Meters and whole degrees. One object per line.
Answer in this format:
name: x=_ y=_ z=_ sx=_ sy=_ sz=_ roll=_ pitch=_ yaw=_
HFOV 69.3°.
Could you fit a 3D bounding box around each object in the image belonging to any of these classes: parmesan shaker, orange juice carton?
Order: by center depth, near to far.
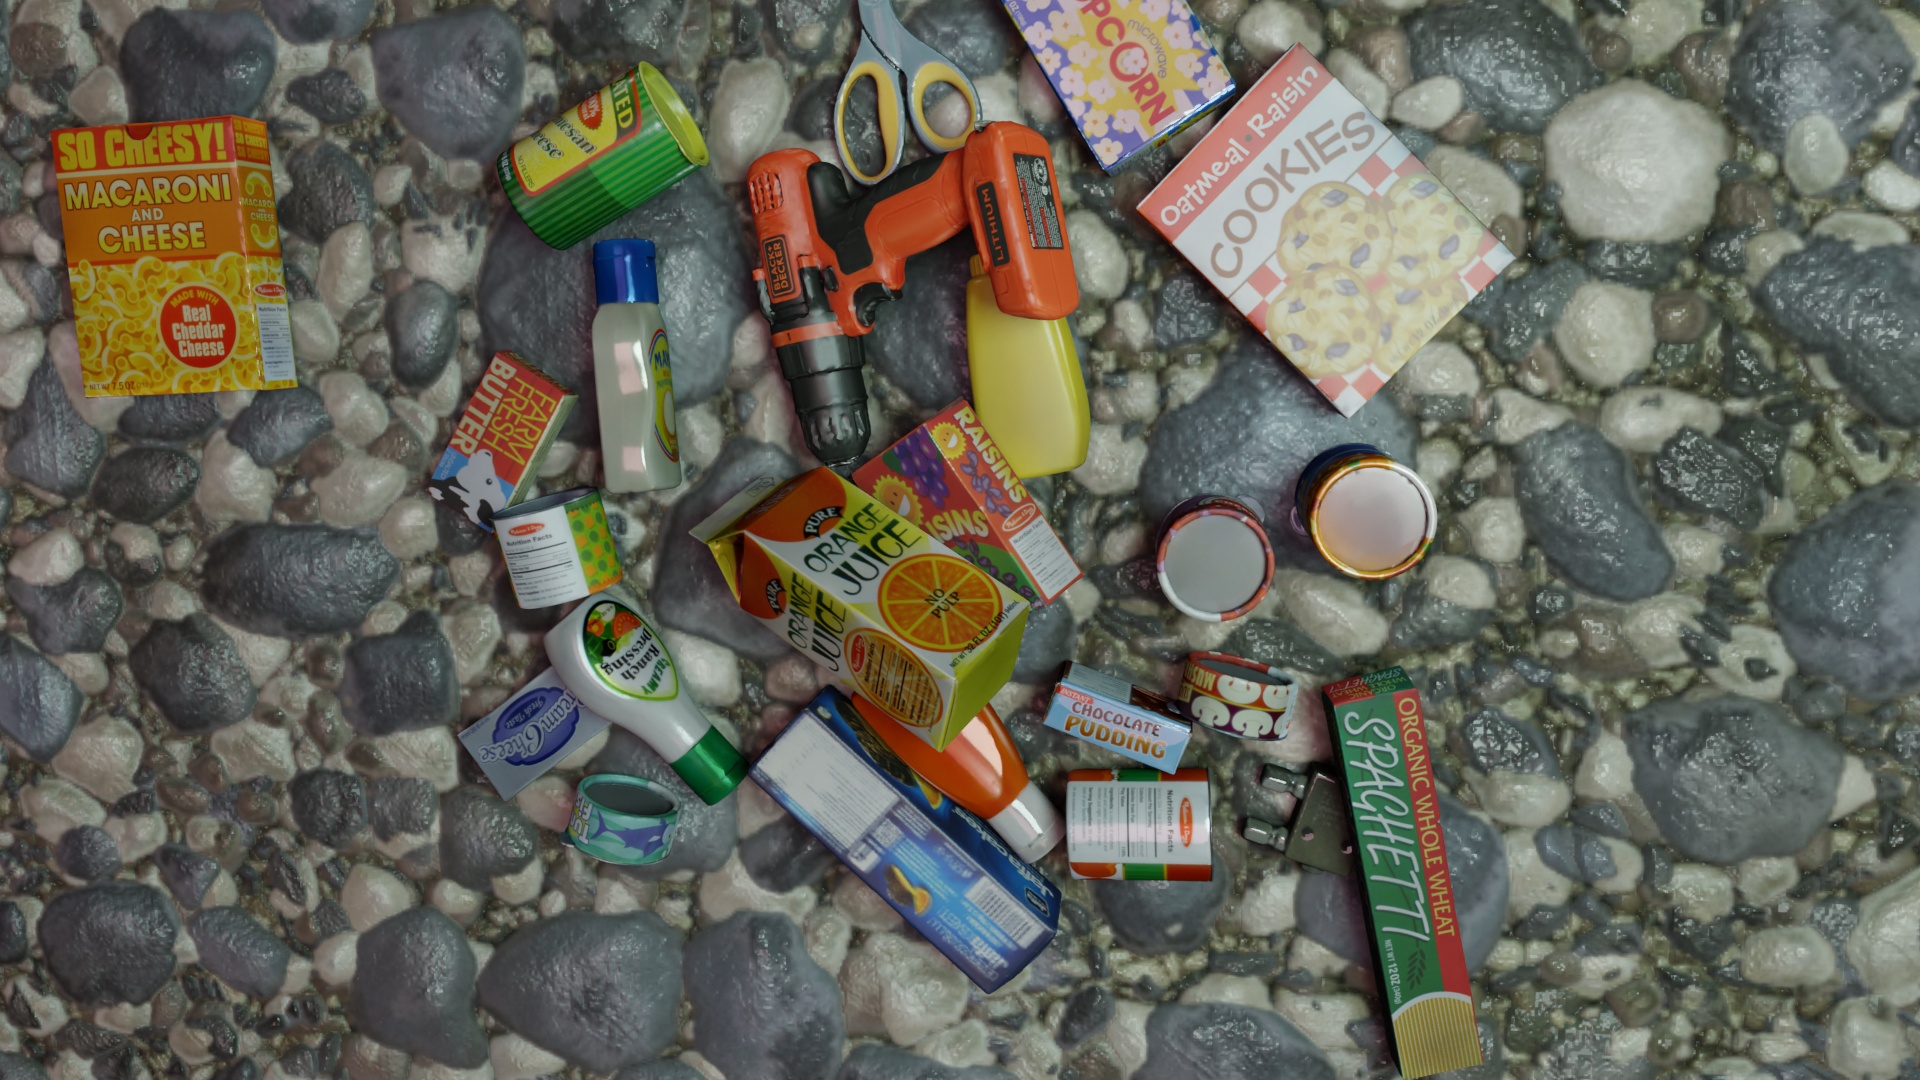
orange juice carton: x=-0.062 y=0.027 z=0.793 sx=0.193 sy=0.072 sz=0.072 roll=33 pitch=141 yaw=18
parmesan shaker: x=-0.207 y=-0.220 z=0.805 sx=0.103 sy=0.071 sz=0.071 roll=-28 pitch=94 yaw=11

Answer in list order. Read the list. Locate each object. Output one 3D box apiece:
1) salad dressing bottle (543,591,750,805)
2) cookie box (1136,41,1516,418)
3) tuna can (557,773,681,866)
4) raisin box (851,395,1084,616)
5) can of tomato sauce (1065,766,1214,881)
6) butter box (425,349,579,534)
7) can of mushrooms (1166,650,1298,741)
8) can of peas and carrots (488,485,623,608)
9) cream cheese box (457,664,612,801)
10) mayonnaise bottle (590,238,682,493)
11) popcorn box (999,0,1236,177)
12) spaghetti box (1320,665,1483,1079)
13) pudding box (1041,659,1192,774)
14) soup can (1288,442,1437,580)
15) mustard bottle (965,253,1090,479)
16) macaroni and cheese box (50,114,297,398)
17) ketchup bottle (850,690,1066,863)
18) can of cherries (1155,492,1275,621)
salad dressing bottle: x=-0.191 y=0.099 z=0.858 sx=0.044 sy=0.064 sz=0.147 roll=-33 pitch=102 yaw=38
cookie box: x=0.198 y=-0.170 z=0.770 sx=0.167 sy=0.040 sz=0.122 roll=44 pitch=102 yaw=-1
tuna can: x=-0.212 y=0.173 z=0.864 sx=0.071 sy=0.071 sz=0.032 roll=17 pitch=99 yaw=5
raisin box: x=0.003 y=-0.010 z=0.801 sx=0.123 sy=0.040 sz=0.086 roll=56 pitch=142 yaw=-3
can of tomato sauce: x=0.107 y=0.168 z=0.821 sx=0.083 sy=0.071 sz=0.071 roll=-2 pitch=98 yaw=9
butter box: x=-0.285 y=-0.061 z=0.863 sx=0.053 sy=0.024 sz=0.103 roll=31 pitch=102 yaw=2
can of mushrooms: x=0.157 y=0.088 z=0.800 sx=0.071 sy=0.071 sz=0.033 roll=13 pitch=100 yaw=6
can of peas and carrots: x=-0.244 y=0.003 z=0.846 sx=0.071 sy=0.071 sz=0.058 roll=-12 pitch=102 yaw=10
cream cheese box: x=-0.265 y=0.116 z=0.886 sx=0.103 sy=0.024 sz=0.053 roll=-36 pitch=92 yaw=12
mayonnaise bottle: x=-0.194 y=-0.103 z=0.827 sx=0.041 sy=0.065 sz=0.148 roll=-3 pitch=94 yaw=6
popcorn box: x=0.085 y=-0.279 z=0.771 sx=0.085 sy=0.038 sz=0.126 roll=-31 pitch=93 yaw=13
spaghetti box: x=0.256 y=0.195 z=0.803 sx=0.050 sy=0.029 sz=0.249 roll=-14 pitch=104 yaw=2
pudding box: x=0.094 y=0.103 z=0.820 sx=0.084 sy=0.050 sz=0.030 roll=20 pitch=103 yaw=5
soup can: x=0.220 y=-0.016 z=0.767 sx=0.071 sy=0.084 sz=0.071 roll=1 pitch=99 yaw=8
mustard bottle: x=0.034 y=-0.117 z=0.797 sx=0.065 sy=0.049 sz=0.160 roll=-8 pitch=97 yaw=14
macaroni and cheese box: x=-0.490 y=-0.175 z=0.868 sx=0.124 sy=0.040 sz=0.166 roll=-2 pitch=98 yaw=8
ketchup bottle: x=0.004 y=0.129 z=0.840 sx=0.064 sy=0.043 sz=0.149 roll=-42 pitch=91 yaw=8
can of cherries: x=0.146 y=0.007 z=0.794 sx=0.071 sy=0.058 sz=0.071 roll=1 pitch=99 yaw=8
